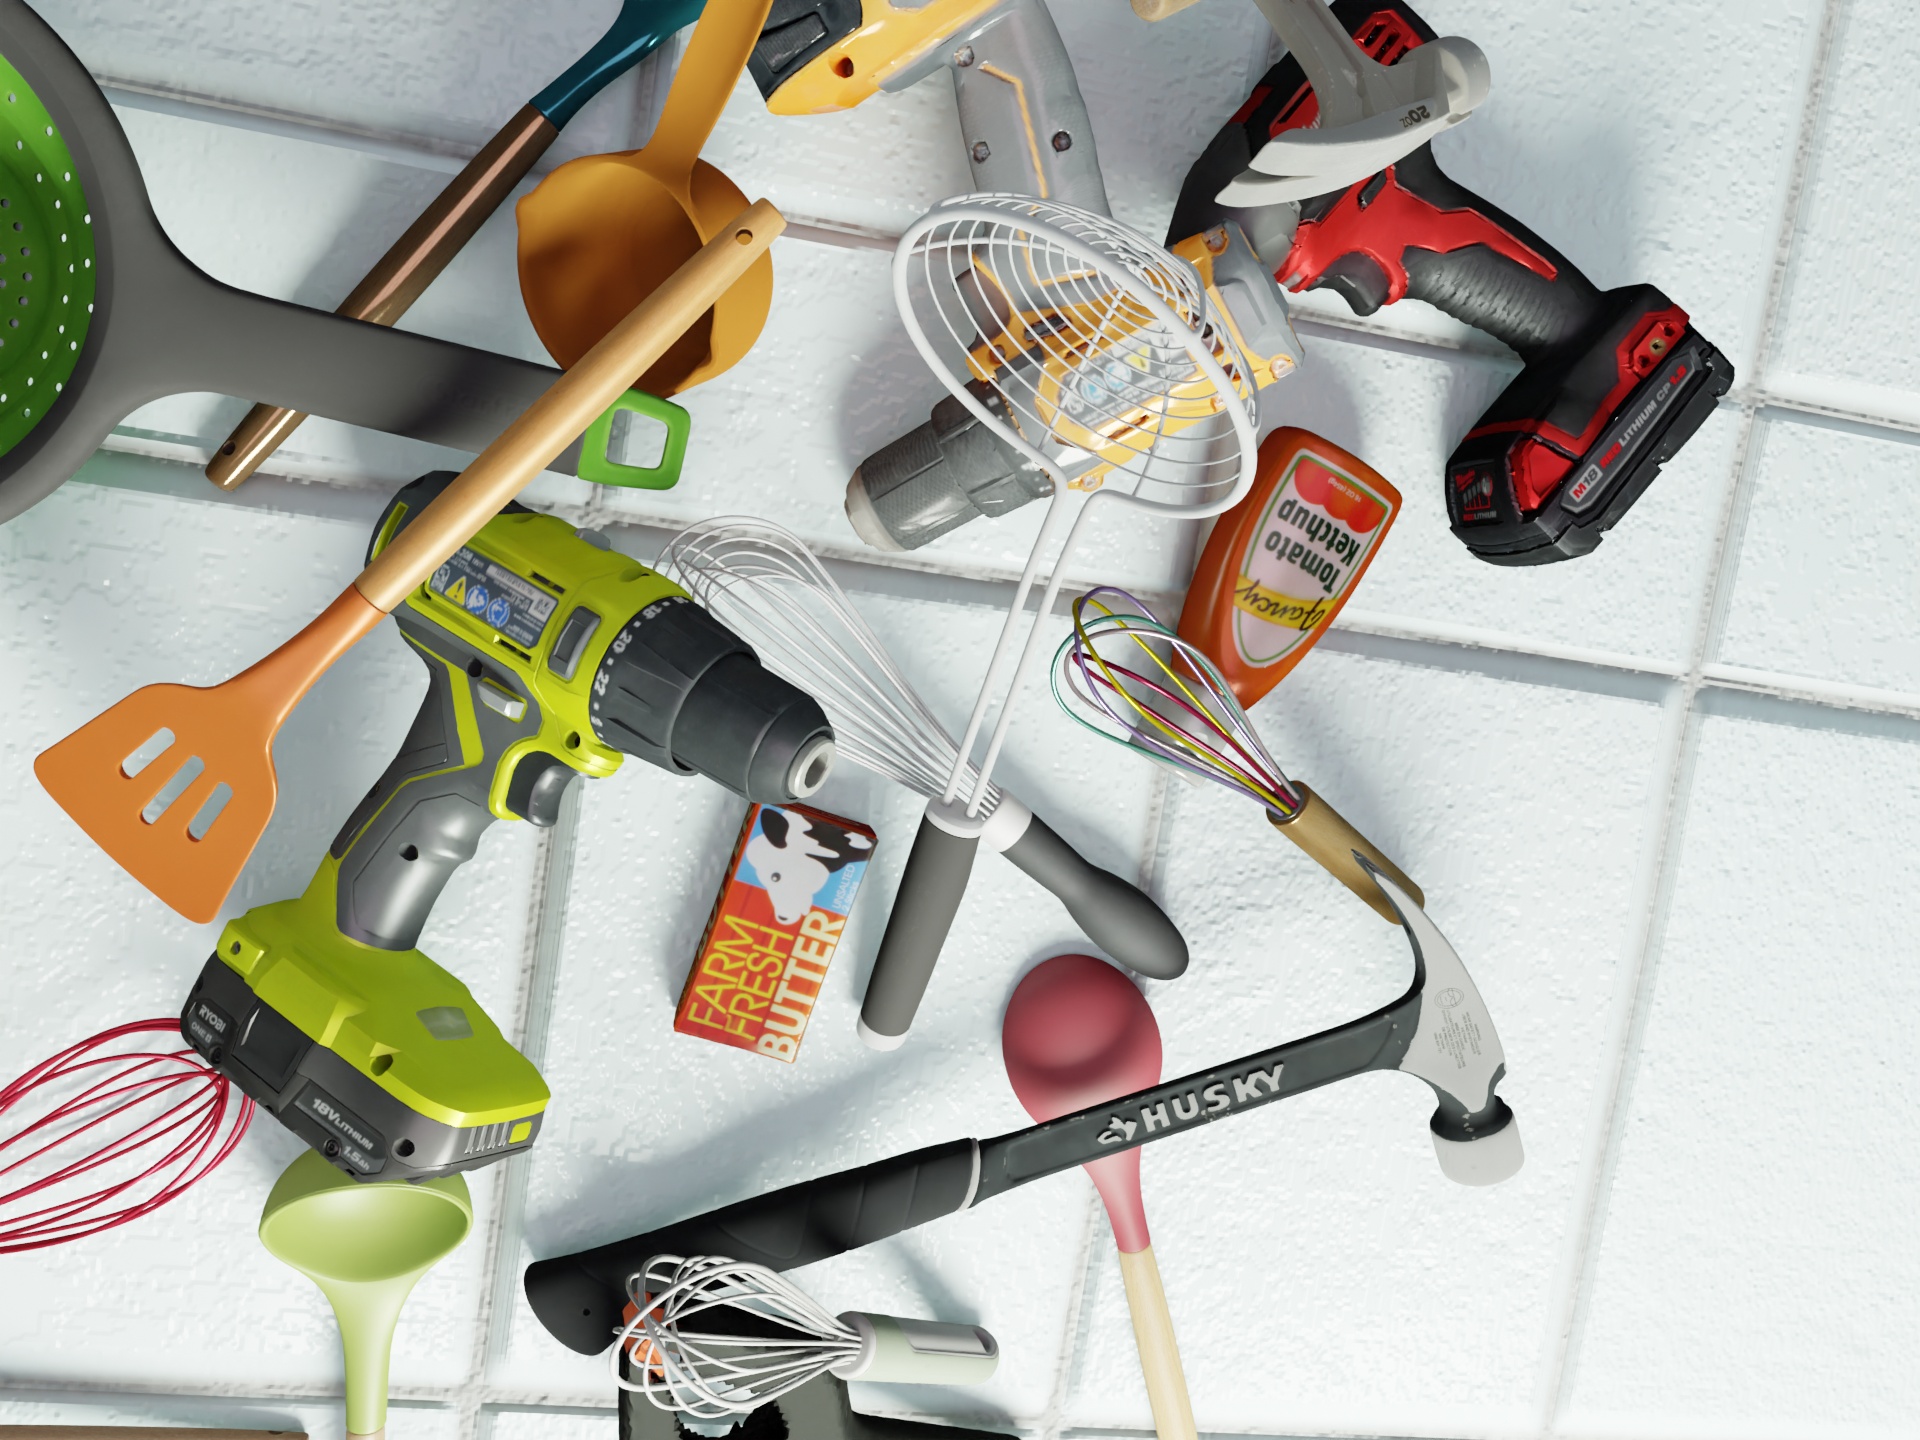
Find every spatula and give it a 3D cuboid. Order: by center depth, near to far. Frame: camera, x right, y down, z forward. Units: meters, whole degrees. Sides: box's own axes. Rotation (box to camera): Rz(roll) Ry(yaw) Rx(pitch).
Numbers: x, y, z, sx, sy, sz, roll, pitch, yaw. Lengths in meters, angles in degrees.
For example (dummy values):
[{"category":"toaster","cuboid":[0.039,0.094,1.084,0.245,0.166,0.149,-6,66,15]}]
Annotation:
[{"category":"spatula","cuboid":[-0.179,-0.060,0.536,0.322,0.041,0.081,-43,100,1]},{"category":"spatula","cuboid":[-0.178,-0.210,0.586,0.082,0.044,0.317,42,91,24]}]

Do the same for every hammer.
[{"category":"hammer","cuboid":[0.045,-0.341,0.560,0.149,0.036,0.359,-32,85,-38]},{"category":"hammer","cuboid":[0.020,0.176,0.651,0.409,0.036,0.149,-18,103,0]}]

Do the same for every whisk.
[{"category":"whisk","cuboid":[-0.399,0.194,0.592,0.296,0.073,0.073,-27,101,0]},{"category":"whisk","cuboid":[-0.046,0.235,0.602,0.059,0.058,0.246,-48,144,3]},{"category":"whisk","cuboid":[0.119,0.026,0.637,0.244,0.047,0.051,37,90,-34]},{"category":"whisk","cuboid":[-0.007,0.020,0.644,0.284,0.070,0.070,40,89,-18]}]

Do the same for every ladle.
[{"category":"ladle","cuboid":[-0.240,0.314,0.637,0.078,0.062,0.320,2,99,-17]},{"category":"ladle","cuboid":[0.080,0.255,0.704,0.069,0.031,0.315,-15,101,-6]}]

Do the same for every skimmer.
[{"category":"skimmer","cuboid":[-0.001,-0.002,0.548,0.127,0.090,0.363,30,125,17]}]

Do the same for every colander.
[{"category":"colander","cuboid":[-0.294,-0.142,0.551,0.397,0.094,0.204,12,98,-16]}]

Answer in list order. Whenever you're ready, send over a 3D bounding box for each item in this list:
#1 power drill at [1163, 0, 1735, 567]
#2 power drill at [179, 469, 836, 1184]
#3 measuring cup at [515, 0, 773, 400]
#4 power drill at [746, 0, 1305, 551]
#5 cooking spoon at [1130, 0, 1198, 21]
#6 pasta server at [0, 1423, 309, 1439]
[{"category":"power drill","cuboid":[0.188,-0.169,0.647,0.219,0.078,0.143,42,87,-9]},{"category":"power drill","cuboid":[-0.163,0.044,0.572,0.191,0.080,0.228,29,94,21]},{"category":"measuring cup","cuboid":[-0.092,-0.194,0.563,0.095,0.052,0.173,39,123,6]},{"category":"power drill","cuboid":[-0.002,-0.186,0.595,0.185,0.084,0.226,-27,101,18]},{"category":"cooking spoon","cuboid":[0.145,-0.298,0.565,0.069,0.017,0.319,49,51,-3]},{"category":"pasta server","cuboid":[-0.414,0.280,0.594,0.316,0.060,0.040,10,86,-21]}]
